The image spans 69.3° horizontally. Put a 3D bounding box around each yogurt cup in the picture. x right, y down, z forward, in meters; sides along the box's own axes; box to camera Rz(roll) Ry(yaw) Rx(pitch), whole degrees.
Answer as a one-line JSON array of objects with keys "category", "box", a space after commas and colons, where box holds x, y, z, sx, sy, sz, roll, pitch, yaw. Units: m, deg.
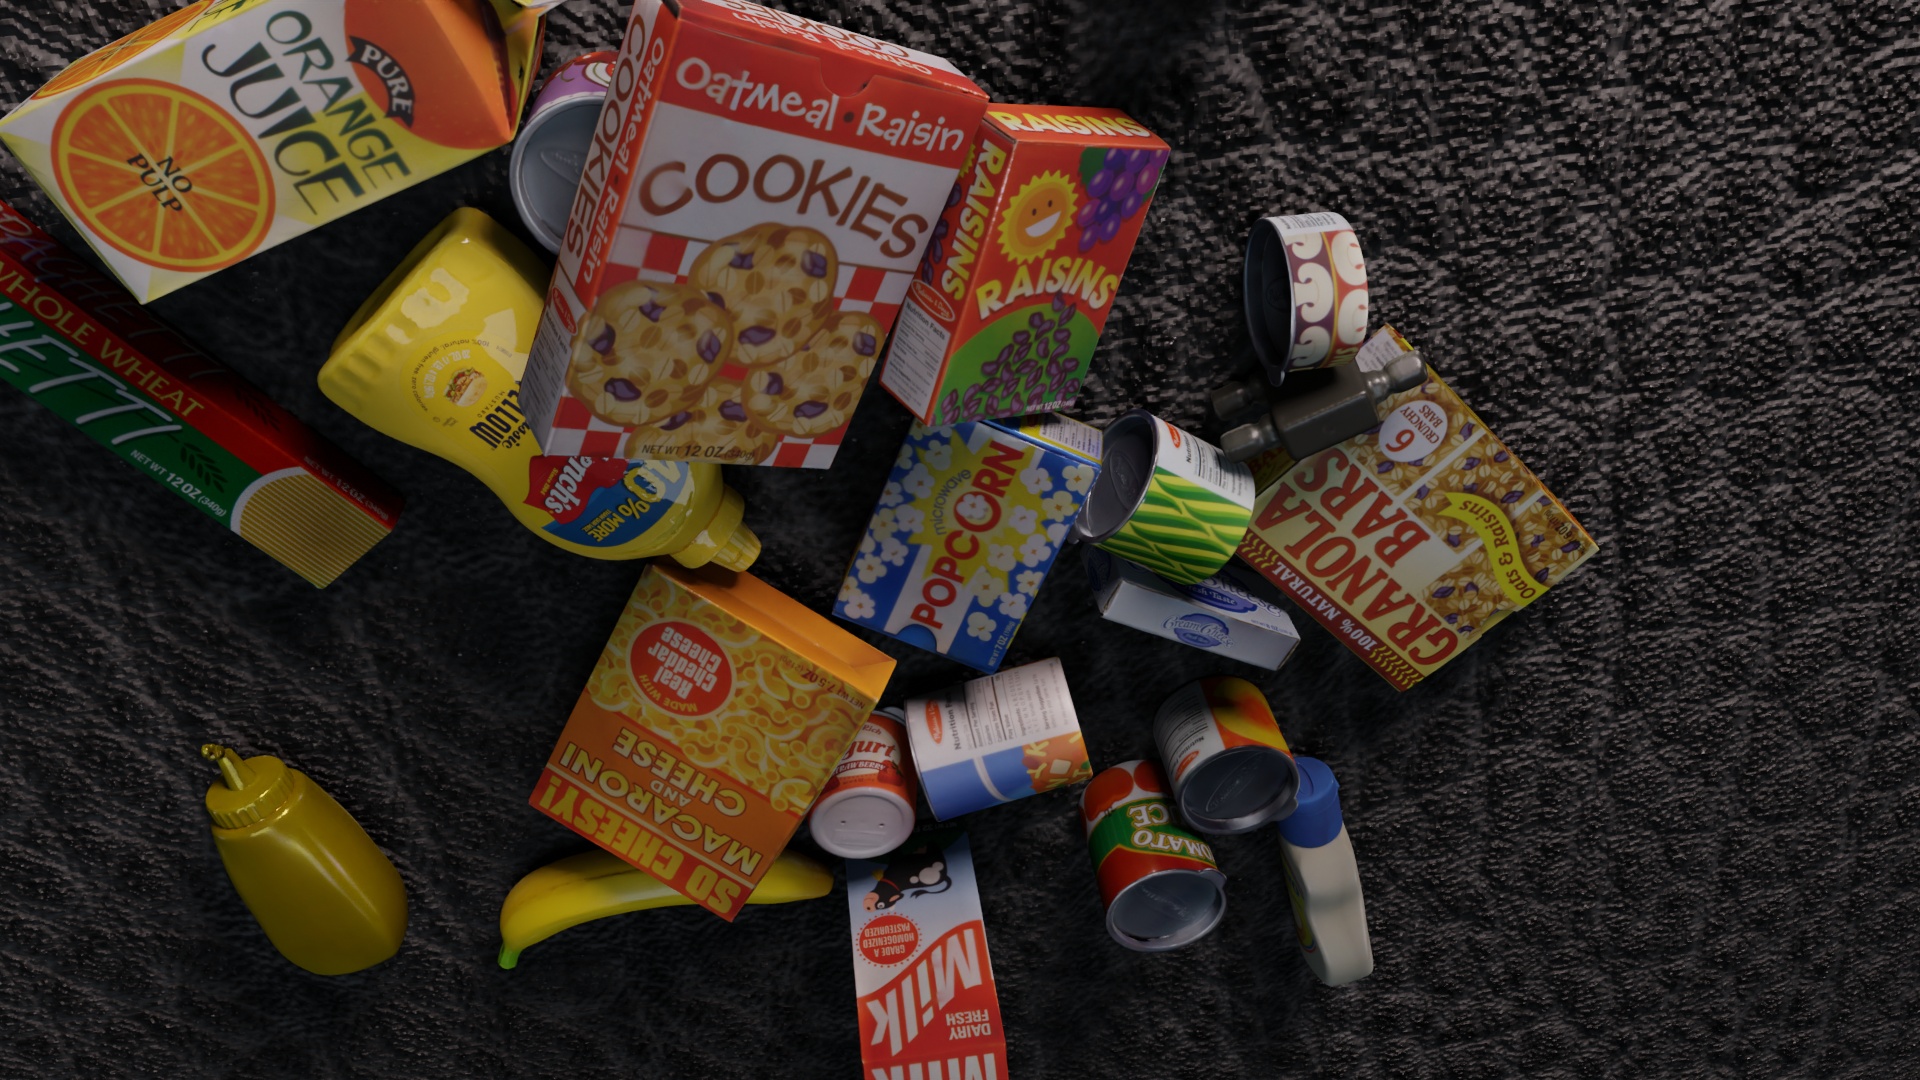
[{"category": "yogurt cup", "box": [-0.053, 0.130, 0.733, 0.072, 0.054, 0.072, -4, 126, -5]}]

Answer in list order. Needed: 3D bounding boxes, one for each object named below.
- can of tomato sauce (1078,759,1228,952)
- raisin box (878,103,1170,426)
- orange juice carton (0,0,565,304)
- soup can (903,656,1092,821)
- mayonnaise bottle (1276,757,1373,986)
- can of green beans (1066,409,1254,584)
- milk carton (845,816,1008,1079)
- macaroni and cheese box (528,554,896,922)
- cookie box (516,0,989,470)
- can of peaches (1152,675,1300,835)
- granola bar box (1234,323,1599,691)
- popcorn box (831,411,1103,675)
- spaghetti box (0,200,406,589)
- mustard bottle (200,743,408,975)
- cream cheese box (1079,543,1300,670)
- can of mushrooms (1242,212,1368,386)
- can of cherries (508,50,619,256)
[{"category": "can of tomato sauce", "box": [0.106, 0.172, 0.768, 0.071, 0.083, 0.070, -4, 126, -6]}, {"category": "raisin box", "box": [0.025, -0.111, 0.561, 0.086, 0.040, 0.122, -11, 133, -38]}, {"category": "orange juice carton", "box": [-0.219, -0.163, 0.487, 0.192, 0.072, 0.072, -21, 126, 7]}, {"category": "soup can", "box": [0.020, 0.103, 0.718, 0.084, 0.072, 0.071, -16, 126, 2]}, {"category": "mayonnaise bottle", "box": [0.210, 0.191, 0.814, 0.041, 0.065, 0.147, -18, 122, 2]}, {"category": "can of green beans", "box": [0.093, -0.019, 0.641, 0.058, 0.071, 0.071, 23, 119, -23]}, {"category": "milk carton", "box": [-0.018, 0.244, 0.735, 0.072, 0.191, 0.073, -6, 126, -4]}, {"category": "macaroni and cheese box", "box": [-0.124, 0.095, 0.682, 0.124, 0.040, 0.165, 31, 118, -2]}, {"category": "cookie box", "box": [-0.077, -0.104, 0.504, 0.123, 0.040, 0.166, 1, 128, -38]}, {"category": "can of peaches", "box": [0.144, 0.116, 0.751, 0.071, 0.058, 0.071, -5, 126, -6]}, {"category": "granola bar box", "box": [0.215, -0.009, 0.683, 0.165, 0.039, 0.124, 36, 113, -28]}, {"category": "popcorn box", "box": [0.002, -0.008, 0.641, 0.085, 0.038, 0.126, 21, 121, -7]}, {"category": "spaghetti box", "box": [-0.344, -0.071, 0.560, 0.050, 0.029, 0.249, -36, 123, 16]}, {"category": "mustard bottle", "box": [-0.341, 0.157, 0.711, 0.065, 0.049, 0.159, -13, 125, 1]}, {"category": "cream cheese box", "box": [0.112, 0.027, 0.685, 0.104, 0.053, 0.024, 18, 119, -20]}, {"category": "can of mushrooms", "box": [0.145, -0.102, 0.588, 0.033, 0.071, 0.070, -8, 126, -5]}, {"category": "can of cherries", "box": [-0.130, -0.145, 0.521, 0.071, 0.059, 0.071, -4, 125, -5]}]
